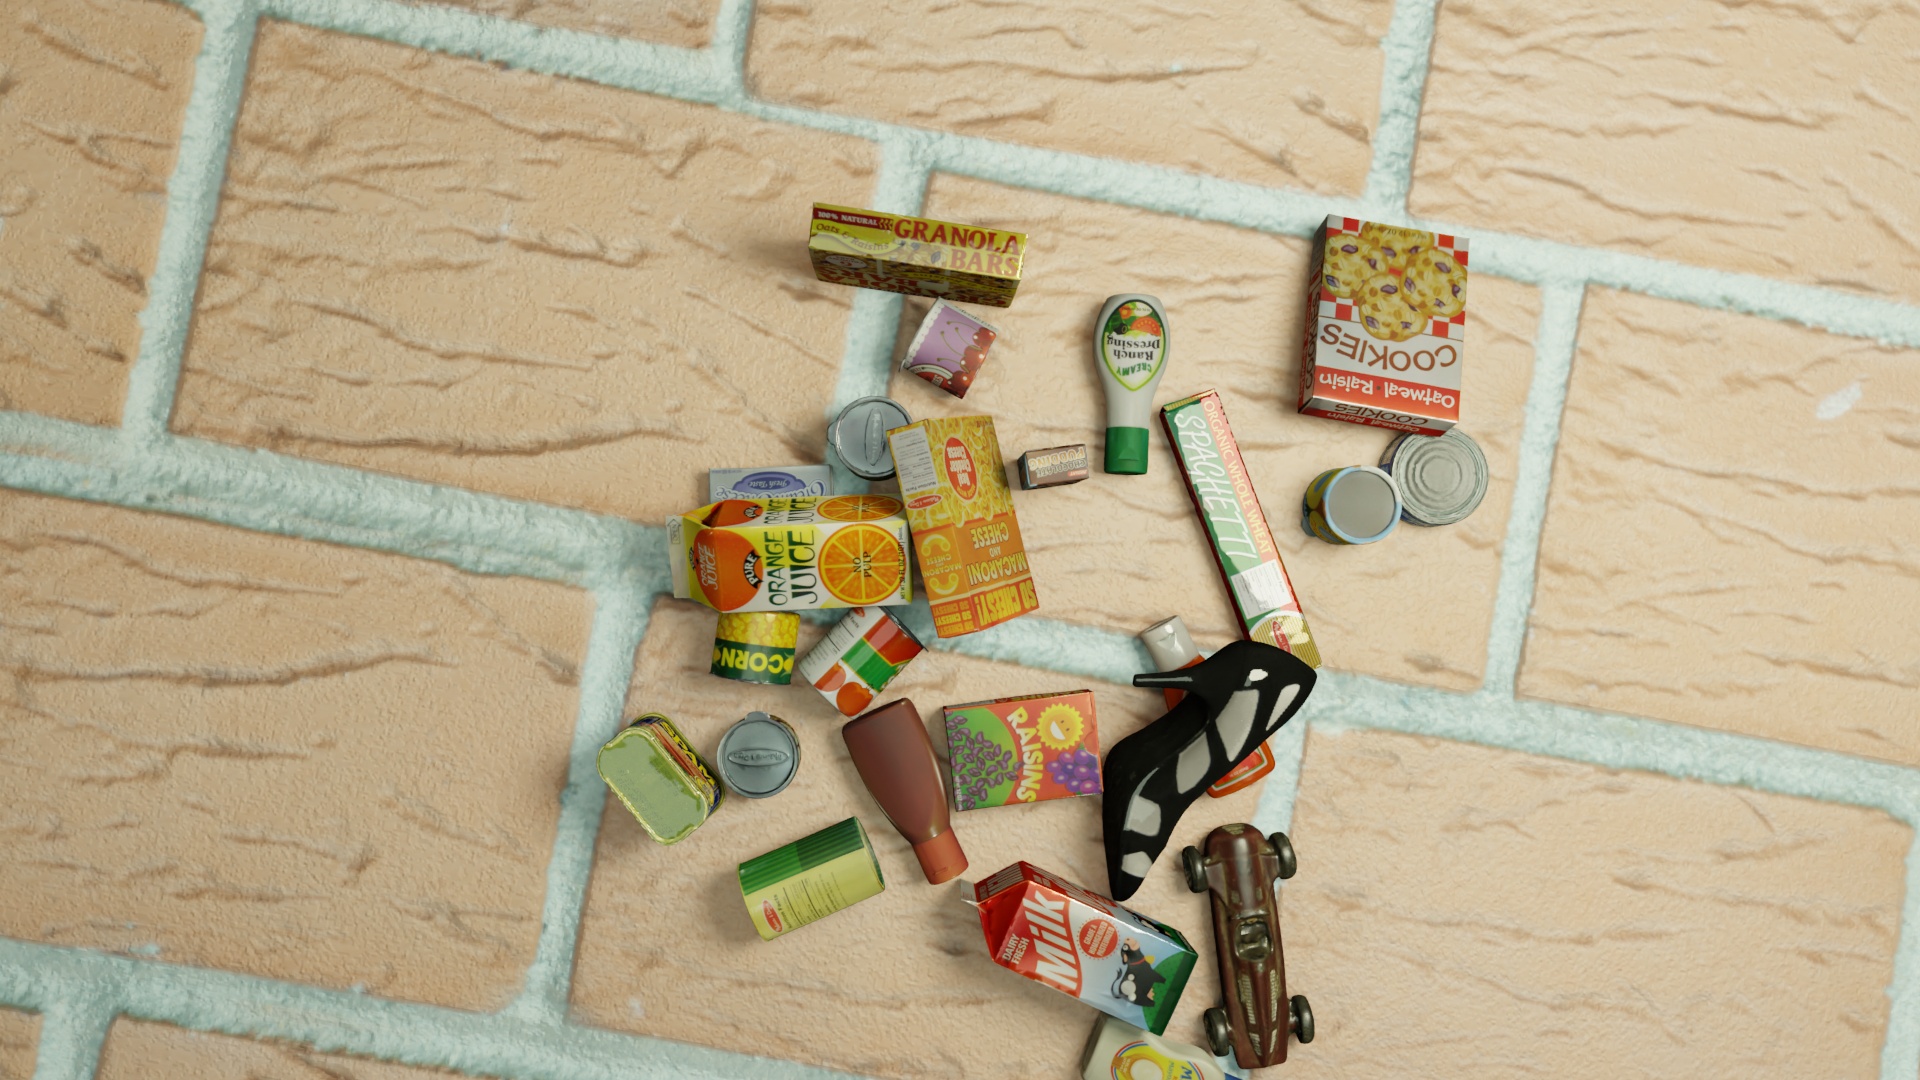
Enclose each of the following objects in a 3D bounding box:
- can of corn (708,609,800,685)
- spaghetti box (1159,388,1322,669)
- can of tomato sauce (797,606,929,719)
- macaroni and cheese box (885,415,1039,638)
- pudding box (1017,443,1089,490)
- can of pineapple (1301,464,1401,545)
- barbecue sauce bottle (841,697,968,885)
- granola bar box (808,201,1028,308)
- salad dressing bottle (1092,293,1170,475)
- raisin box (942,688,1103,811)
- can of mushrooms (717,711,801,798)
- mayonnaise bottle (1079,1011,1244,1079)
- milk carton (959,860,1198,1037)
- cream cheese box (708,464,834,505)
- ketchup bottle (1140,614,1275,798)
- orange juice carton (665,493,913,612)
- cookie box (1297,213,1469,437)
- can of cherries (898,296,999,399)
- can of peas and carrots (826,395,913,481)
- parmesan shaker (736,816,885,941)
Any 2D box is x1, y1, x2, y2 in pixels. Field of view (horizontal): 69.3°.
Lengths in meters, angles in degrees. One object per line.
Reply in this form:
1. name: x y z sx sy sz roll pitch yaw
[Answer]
1. can of corn: -0.166 0.084 1.122 0.071 0.071 0.058 8 88 -2
2. spaghetti box: 0.233 -0.003 1.161 0.050 0.028 0.250 -21 89 -3
3. can of tomato sauce: -0.080 0.095 1.128 0.071 0.071 0.083 44 88 -1
4. macaroni and cheese box: 0.004 -0.014 1.106 0.040 0.124 0.166 -14 89 26
5. pudding box: 0.074 -0.059 1.129 0.050 0.083 0.030 -7 90 -3
6. can of pineapple: 0.323 -0.027 1.151 0.071 0.058 0.071 0 89 -2
7. barbecue sauce bottle: -0.040 0.207 1.137 0.065 0.044 0.148 -25 90 9
8. granola bar box: -0.034 -0.225 1.109 0.166 0.124 0.039 8 89 -2
9. salad dressing bottle: 0.141 -0.129 1.154 0.064 0.044 0.147 2 88 -1
10. raisin box: 0.051 0.171 1.144 0.123 0.040 0.086 -6 88 -3
11. can of mushrooms: -0.164 0.174 1.138 0.071 0.033 0.071 0 89 -2
12. mayonnaise bottle: 0.176 0.440 1.139 0.148 0.041 0.065 22 88 -1
13. milk carton: 0.086 0.320 1.124 0.191 0.072 0.073 25 88 -1
14. cream cheese box: -0.156 -0.035 1.149 0.104 0.024 0.053 -2 90 -2
15. ketchup bottle: 0.199 0.135 1.149 0.064 0.043 0.149 -28 89 6
16. orange juice carton: -0.135 0.009 1.104 0.193 0.073 0.071 -2 109 -2
17. cookie box: 0.350 -0.177 1.149 0.123 0.040 0.168 10 74 -2
18. can of cherries: -0.009 -0.155 1.138 0.058 0.071 0.071 29 88 -3
19. can of peas and carrots: -0.072 -0.082 1.137 0.071 0.058 0.071 0 88 -1
20. parmesan shaker: -0.119 0.274 1.122 0.103 0.071 0.071 -22 90 -3
